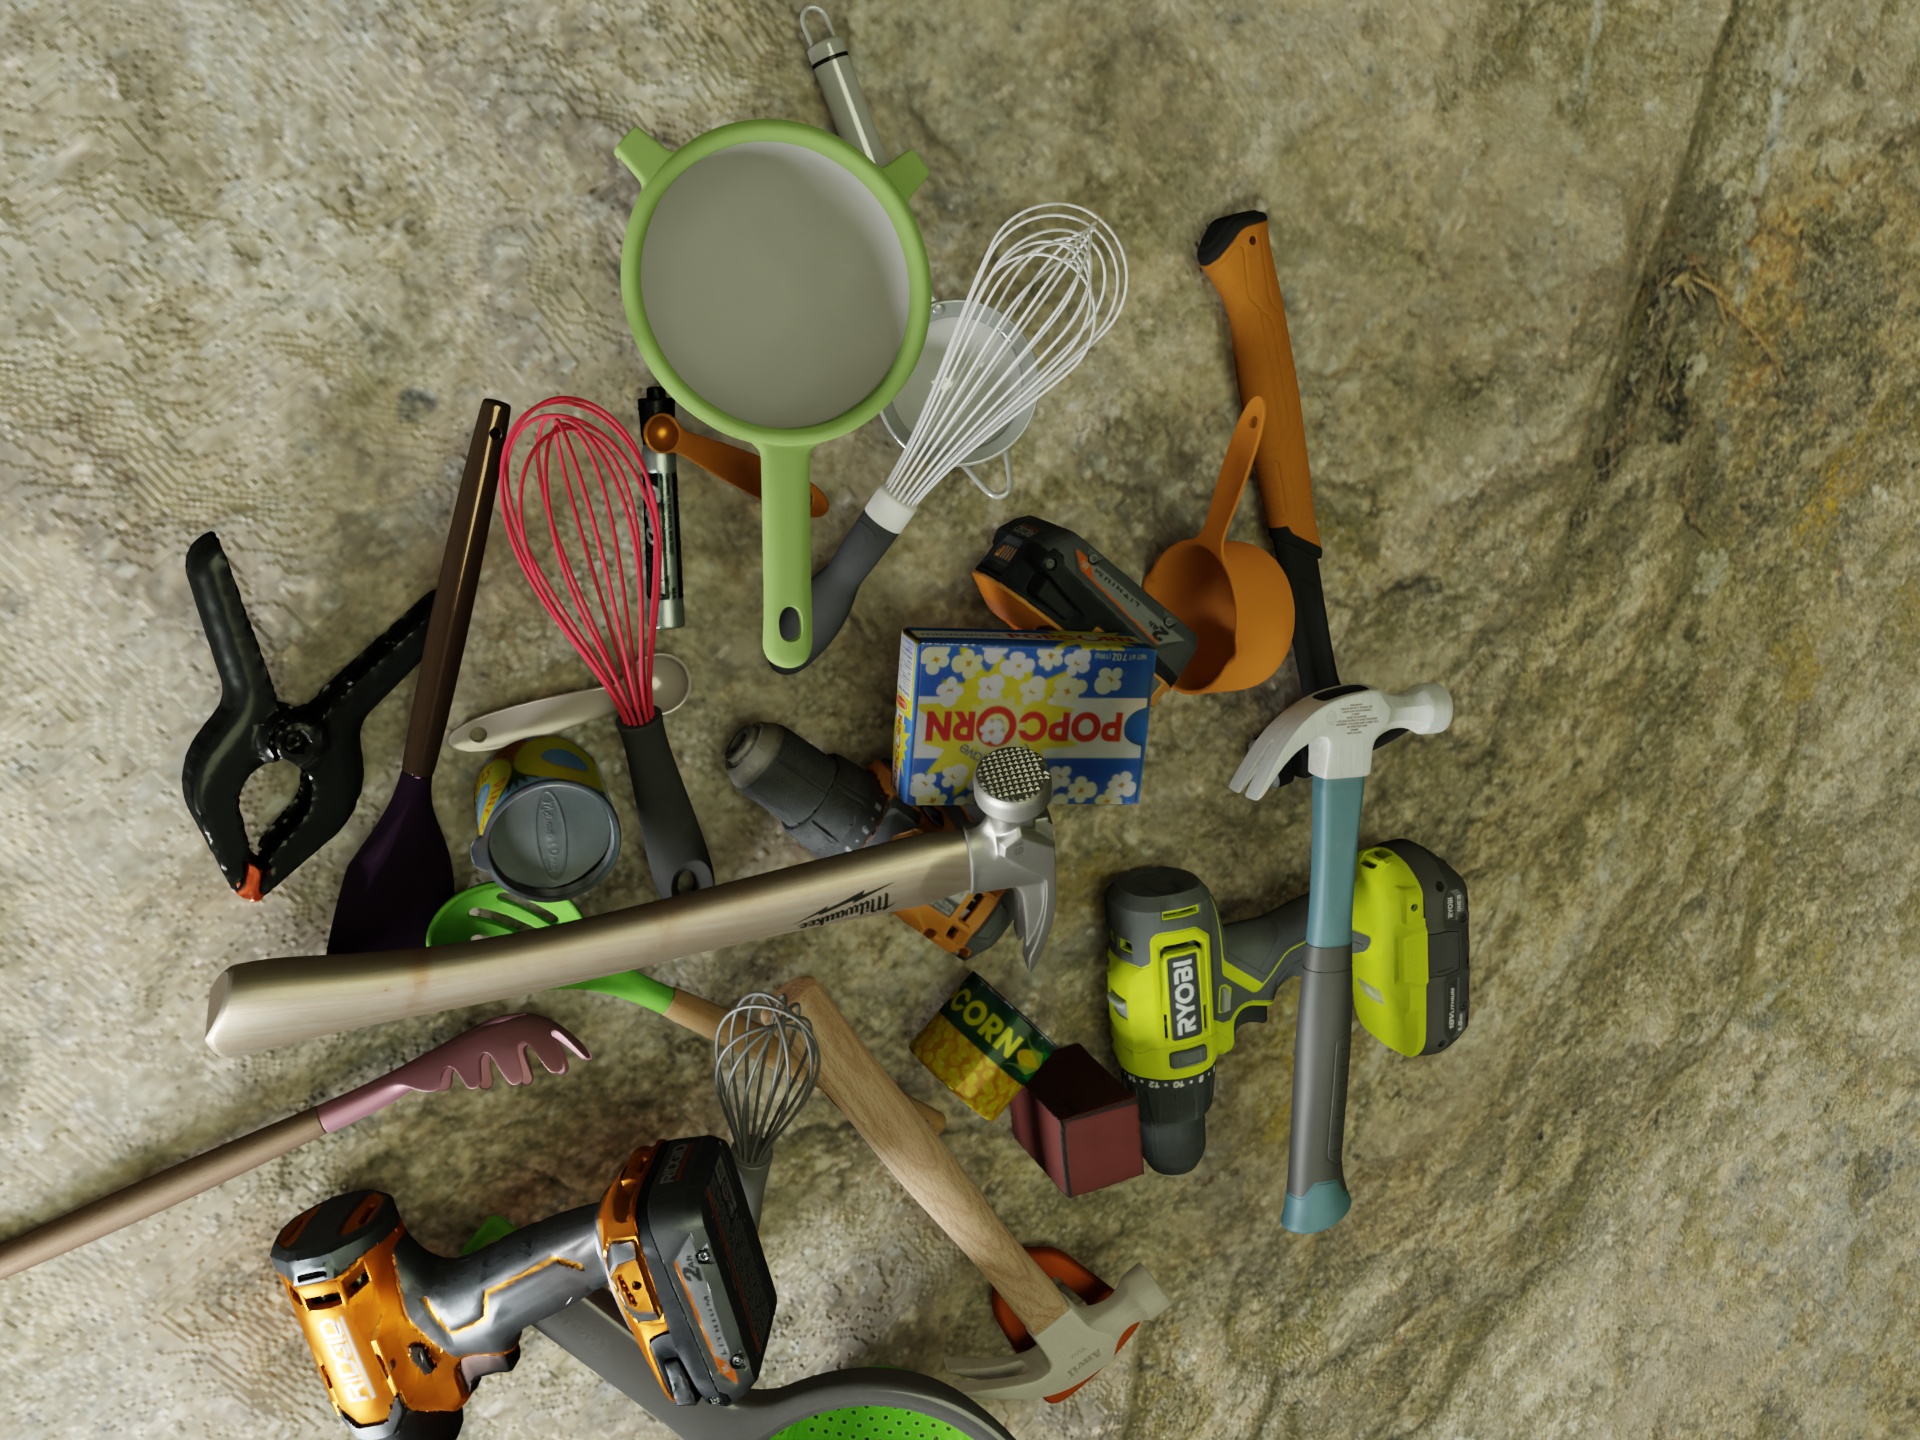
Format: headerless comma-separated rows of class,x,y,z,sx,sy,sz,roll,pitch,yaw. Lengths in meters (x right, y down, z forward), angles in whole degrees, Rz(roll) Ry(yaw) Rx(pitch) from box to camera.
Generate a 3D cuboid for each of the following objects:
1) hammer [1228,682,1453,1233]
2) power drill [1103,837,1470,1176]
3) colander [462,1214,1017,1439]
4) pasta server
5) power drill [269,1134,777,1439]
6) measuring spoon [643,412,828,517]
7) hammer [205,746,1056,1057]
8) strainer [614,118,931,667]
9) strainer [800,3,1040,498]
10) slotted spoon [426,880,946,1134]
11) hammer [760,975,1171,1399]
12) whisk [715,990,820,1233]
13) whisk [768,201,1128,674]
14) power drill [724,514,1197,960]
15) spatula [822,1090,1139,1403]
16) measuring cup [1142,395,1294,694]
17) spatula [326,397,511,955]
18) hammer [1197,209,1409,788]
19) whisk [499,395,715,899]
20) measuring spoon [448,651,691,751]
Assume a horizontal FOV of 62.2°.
hammer,0.217,0.143,0.934,0.128,0.033,0.331,-3,101,-18
power drill,0.199,0.173,0.993,0.228,0.080,0.190,-10,105,-18
colander,-0.110,0.394,0.909,0.397,0.094,0.204,41,100,-8
pasta server,-0.340,0.216,0.786,0.316,0.060,0.040,-23,82,-15
power drill,-0.214,0.304,0.801,0.226,0.084,0.164,-13,104,6
measuring spoon,-0.113,-0.128,0.808,0.116,0.011,0.021,20,84,-42
hammer,-0.153,0.111,0.785,0.410,0.038,0.146,-12,137,-7
strainer,-0.094,-0.156,0.782,0.151,0.069,0.256,-4,99,-22
strainer,-0.027,-0.237,0.816,0.087,0.050,0.258,-23,105,-4
slotted spoon,-0.137,0.162,0.856,0.313,0.031,0.070,30,103,-23
hammer,-0.009,0.270,0.902,0.130,0.031,0.331,-37,114,-6
whisk,-0.114,0.230,0.844,0.055,0.055,0.238,-3,130,-23
whisk,-0.018,-0.133,0.798,0.070,0.070,0.284,27,113,-27
power drill,-0.001,-0.003,0.863,0.185,0.084,0.226,36,91,-25
spatula,-0.010,0.284,0.945,0.081,0.041,0.322,-42,114,-7
measuring cup,0.159,-0.096,0.890,0.052,0.095,0.173,-2,120,-30
spatula,-0.253,0.001,0.763,0.059,0.018,0.316,4,110,-39
hammer,0.202,-0.132,0.944,0.127,0.034,0.336,-21,110,-17
whisk,-0.161,-0.018,0.779,0.073,0.073,0.295,-21,124,-18
measuring spoon,-0.199,-0.009,0.811,0.124,0.018,0.034,-17,117,-12
